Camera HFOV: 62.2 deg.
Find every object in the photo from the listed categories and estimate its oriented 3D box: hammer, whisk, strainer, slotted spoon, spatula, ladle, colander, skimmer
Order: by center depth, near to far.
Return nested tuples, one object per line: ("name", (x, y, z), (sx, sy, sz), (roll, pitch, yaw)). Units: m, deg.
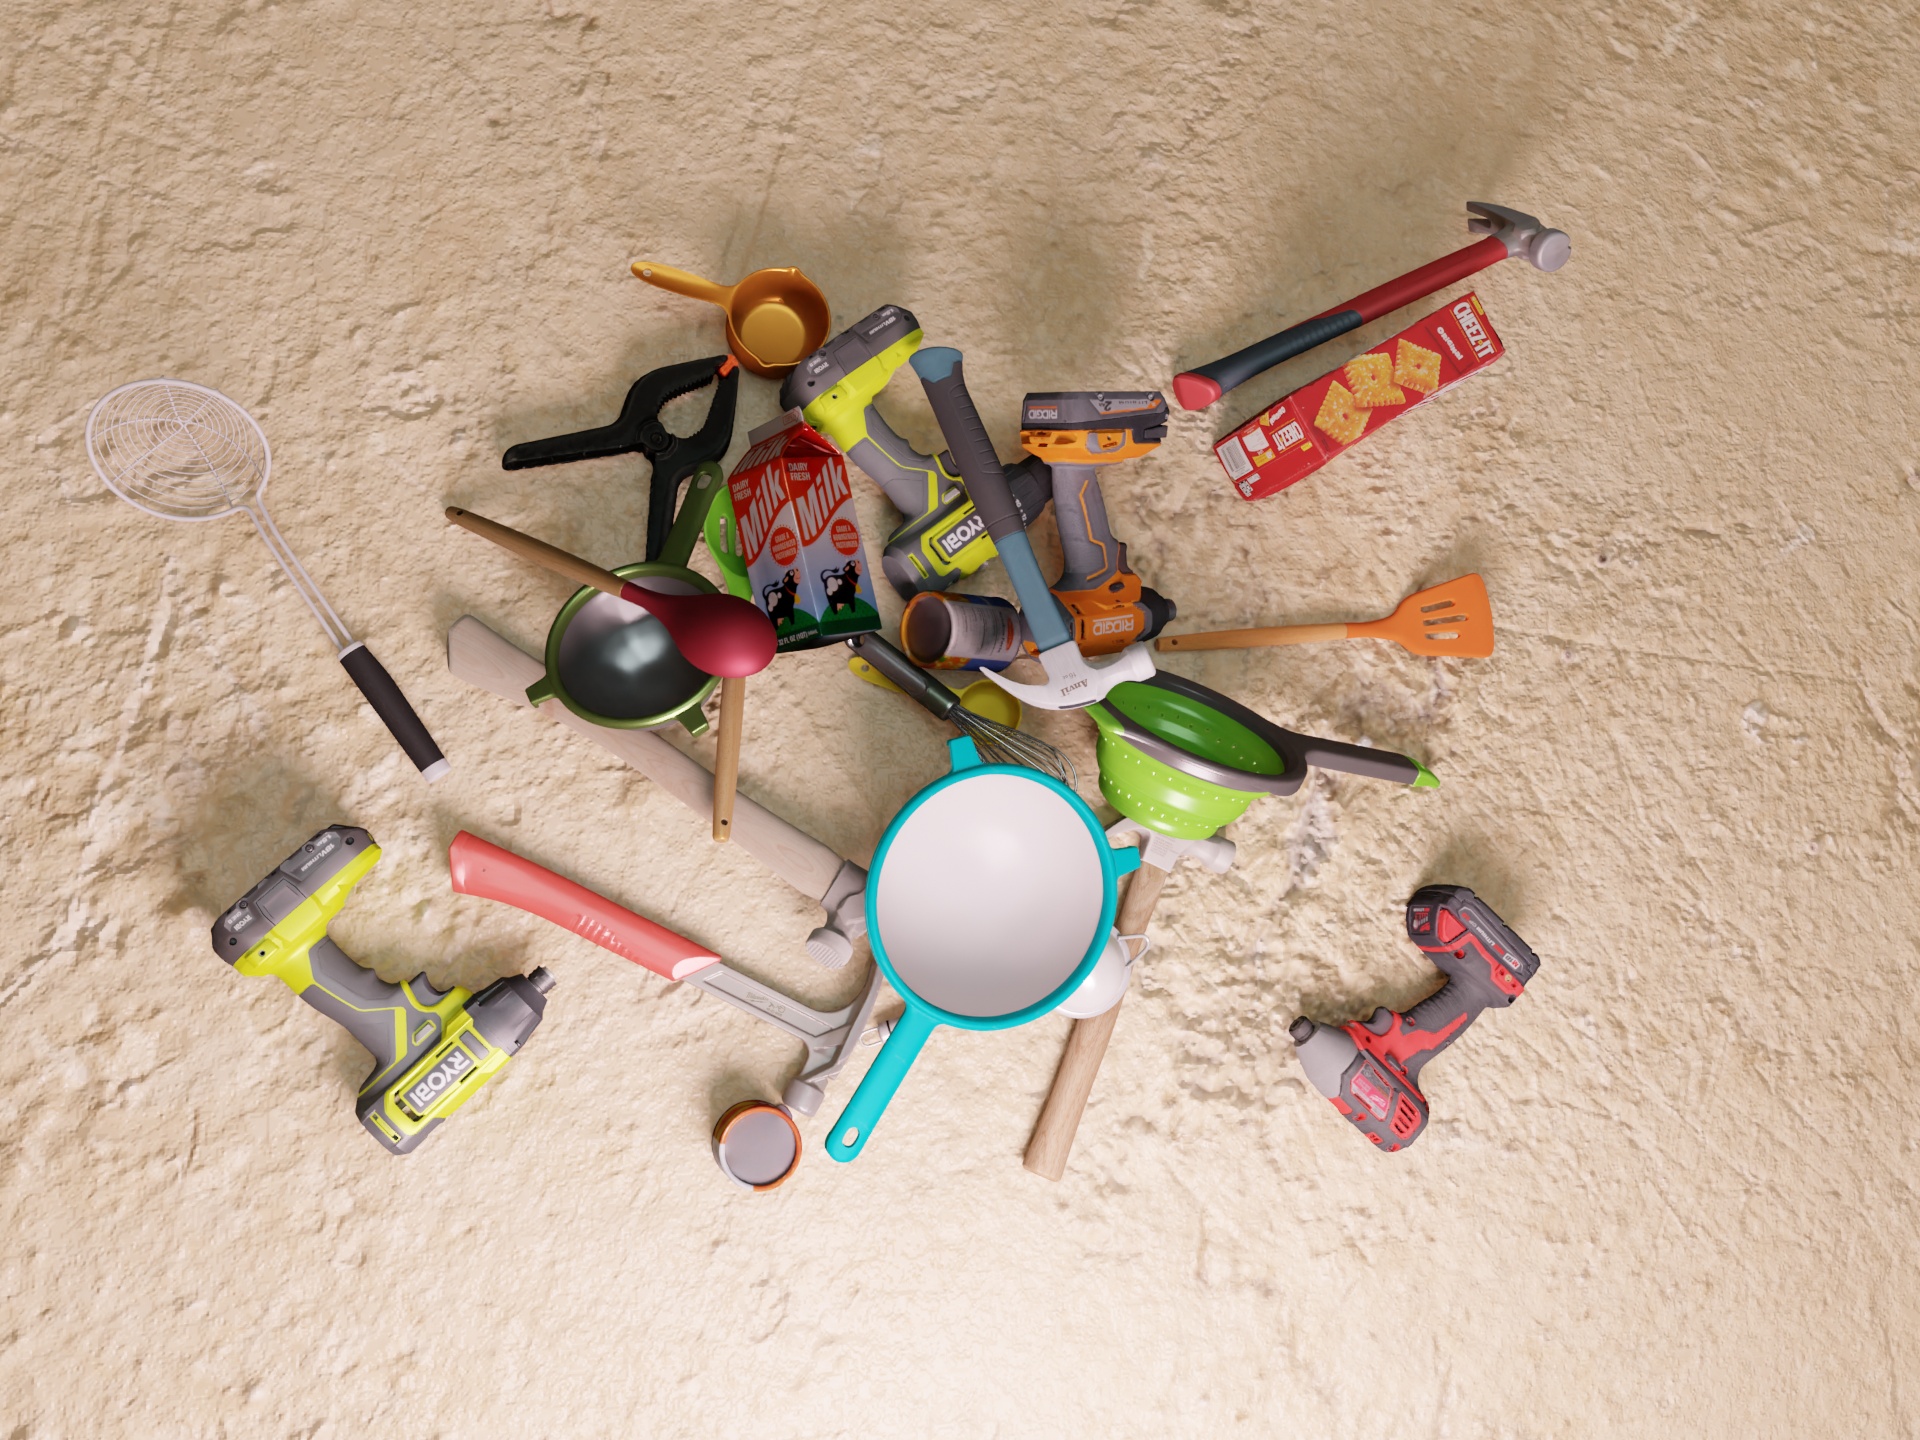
("skimmer", (-0.521, -0.099, 1.222), (0.127, 0.090, 0.363), (-34, 94, 15))
("ladle", (-0.282, -0.112, 1.249), (0.315, 0.031, 0.069), (23, 63, 19))
("strainer", (-0.020, 0.190, 1.272), (0.211, 0.095, 0.340), (34, 83, -19))
("hammer", (-0.240, 0.175, 1.278), (0.359, 0.036, 0.149), (29, 76, -9))
("strainer", (-0.235, -0.092, 1.287), (0.151, 0.069, 0.256), (10, 62, 11))
("hammer", (-0.231, 0.033, 1.294), (0.410, 0.038, 0.146), (34, 57, -3))
("hammer", (0.037, -0.161, 1.296), (0.128, 0.033, 0.331), (-23, 77, 5))
("slotted spoon", (-0.186, -0.052, 1.304), (0.070, 0.031, 0.314), (10, 68, -21))
("strainer", (0.039, 0.228, 1.320), (0.258, 0.050, 0.087), (-18, 96, -2))
("whisk", (-0.002, -0.004, 1.335), (0.246, 0.059, 0.058), (38, 107, 11))
("hammer", (0.124, 0.230, 1.365), (0.130, 0.031, 0.331), (25, 76, -10))
("colander", (0.254, 0.050, 1.393), (0.396, 0.205, 0.094), (11, 113, -28))
("spatula", (0.335, -0.083, 1.463), (0.322, 0.041, 0.081), (-5, 83, -14))
("hammer", (0.370, -0.392, 1.504), (0.386, 0.143, 0.038), (-25, 126, -7))

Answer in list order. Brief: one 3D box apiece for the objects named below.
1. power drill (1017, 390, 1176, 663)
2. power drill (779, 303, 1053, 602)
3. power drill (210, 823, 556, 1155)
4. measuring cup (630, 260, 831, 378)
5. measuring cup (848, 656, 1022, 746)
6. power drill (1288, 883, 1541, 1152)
("power drill", (0.126, -0.169, 1.374), (0.164, 0.084, 0.226), (-9, 104, -38))
("power drill", (-0.029, -0.238, 1.377), (0.190, 0.080, 0.228), (-39, 94, -18))
("power drill", (-0.434, 0.192, 1.208), (0.171, 0.080, 0.223), (-44, 97, -15))
("measuring cup", (-0.198, -0.351, 1.364), (0.173, 0.052, 0.095), (17, 78, -9))
("measuring cup", (-0.023, -0.022, 1.375), (0.156, 0.029, 0.062), (20, 78, 2))
("power drill", (0.395, 0.256, 1.409), (0.143, 0.078, 0.220), (43, 77, -4))
